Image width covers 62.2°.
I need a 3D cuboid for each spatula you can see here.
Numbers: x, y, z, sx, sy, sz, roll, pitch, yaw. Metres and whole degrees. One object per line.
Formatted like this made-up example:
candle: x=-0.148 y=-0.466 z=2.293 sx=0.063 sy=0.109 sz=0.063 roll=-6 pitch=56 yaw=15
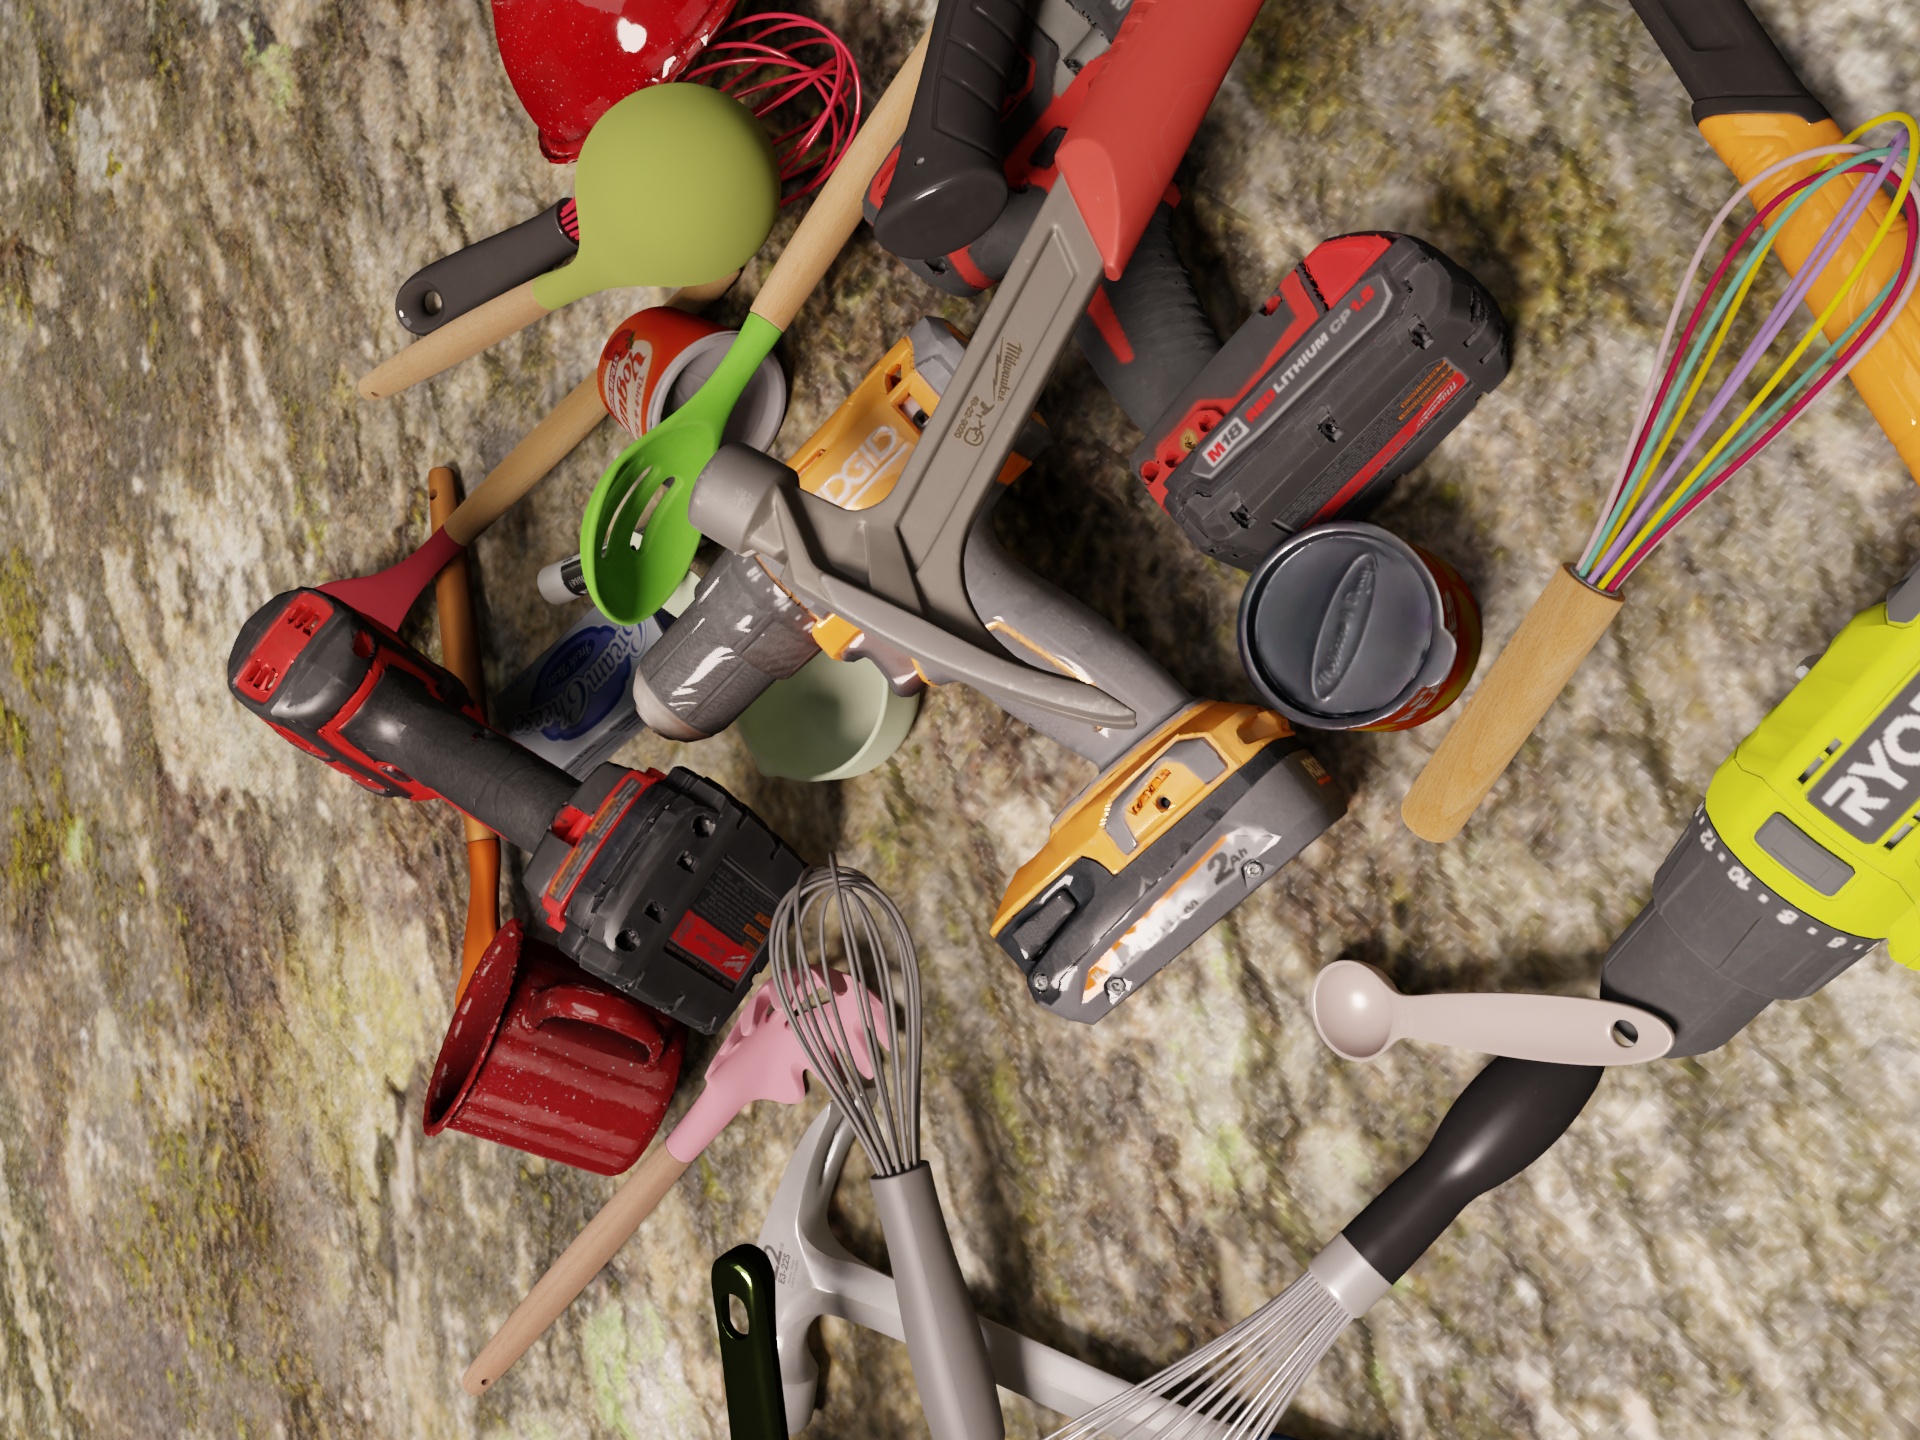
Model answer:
spatula: x=-0.221 y=0.034 z=0.751 sx=0.081 sy=0.041 sz=0.323 roll=-17 pitch=76 yaw=29

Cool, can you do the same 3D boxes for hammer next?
hammer: x=0.020 y=-0.317 z=0.561 sx=0.146 sy=0.035 sz=0.335 roll=5 pitch=76 yaw=35
hammer: x=0.243 y=-0.156 z=0.474 sx=0.127 sy=0.034 sz=0.337 roll=-33 pitch=73 yaw=25
hammer: x=0.064 y=-0.181 z=0.481 sx=0.149 sy=0.036 sz=0.359 roll=27 pitch=87 yaw=9
hammer: x=0.091 y=0.249 z=0.552 sx=0.406 sy=0.035 sz=0.144 roll=12 pitch=95 yaw=30

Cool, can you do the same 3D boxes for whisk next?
whisk: x=-0.157 y=-0.227 z=0.701 sx=0.296 sy=0.073 sz=0.073 roll=-13 pitch=82 yaw=36
whisk: x=0.201 y=-0.061 z=0.472 sx=0.047 sy=0.051 sz=0.244 roll=58 pitch=133 yaw=43
whisk: x=-0.020 y=0.164 z=0.573 sx=0.055 sy=0.055 sz=0.239 roll=-18 pitch=85 yaw=29
whisk: x=0.100 y=0.198 z=0.505 sx=0.284 sy=0.070 sz=0.070 roll=-45 pitch=66 yaw=0

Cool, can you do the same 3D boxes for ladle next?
ladle: x=-0.216 y=-0.103 z=0.730 sx=0.315 sy=0.031 sz=0.069 roll=-39 pitch=67 yaw=15
ladle: x=-0.190 y=-0.190 z=0.692 sx=0.320 sy=0.078 sz=0.062 roll=-6 pitch=71 yaw=47

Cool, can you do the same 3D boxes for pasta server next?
pasta server: x=-0.135 y=0.207 z=0.685 sx=0.316 sy=0.060 sz=0.040 roll=-50 pitch=32 yaw=23

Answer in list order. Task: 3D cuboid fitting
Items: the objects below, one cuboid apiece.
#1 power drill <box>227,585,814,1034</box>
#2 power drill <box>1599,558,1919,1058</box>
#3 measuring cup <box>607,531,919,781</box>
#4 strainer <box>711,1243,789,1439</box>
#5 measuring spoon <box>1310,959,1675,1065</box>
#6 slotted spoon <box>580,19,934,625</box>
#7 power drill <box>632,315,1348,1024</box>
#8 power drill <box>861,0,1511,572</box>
power drill: x=-0.174 y=0.032 z=0.634 sx=0.220 sy=0.143 sz=0.078 roll=27 pitch=77 yaw=22
power drill: x=0.296 y=0.075 z=0.404 sx=0.229 sy=0.080 sz=0.190 roll=44 pitch=127 yaw=24
measuring cup: x=-0.084 y=-0.036 z=0.663 sx=0.168 sy=0.038 sz=0.083 roll=35 pitch=106 yaw=28
strainer: x=-0.054 y=0.311 z=0.602 sx=0.151 sy=0.069 sz=0.256 roll=-2 pitch=99 yaw=30
measuring spoon: x=0.167 y=0.094 z=0.505 sx=0.124 sy=0.018 sz=0.034 roll=-5 pitch=90 yaw=48
slotted spoon: x=-0.062 y=-0.177 z=0.625 sx=0.031 sy=0.070 sz=0.314 roll=34 pitch=92 yaw=24
power drill: x=-0.001 y=-0.002 z=0.562 sx=0.185 sy=0.084 sz=0.226 roll=-43 pitch=78 yaw=15
power drill: x=0.084 y=-0.183 z=0.547 sx=0.188 sy=0.080 sz=0.227 roll=-47 pitch=64 yaw=20
